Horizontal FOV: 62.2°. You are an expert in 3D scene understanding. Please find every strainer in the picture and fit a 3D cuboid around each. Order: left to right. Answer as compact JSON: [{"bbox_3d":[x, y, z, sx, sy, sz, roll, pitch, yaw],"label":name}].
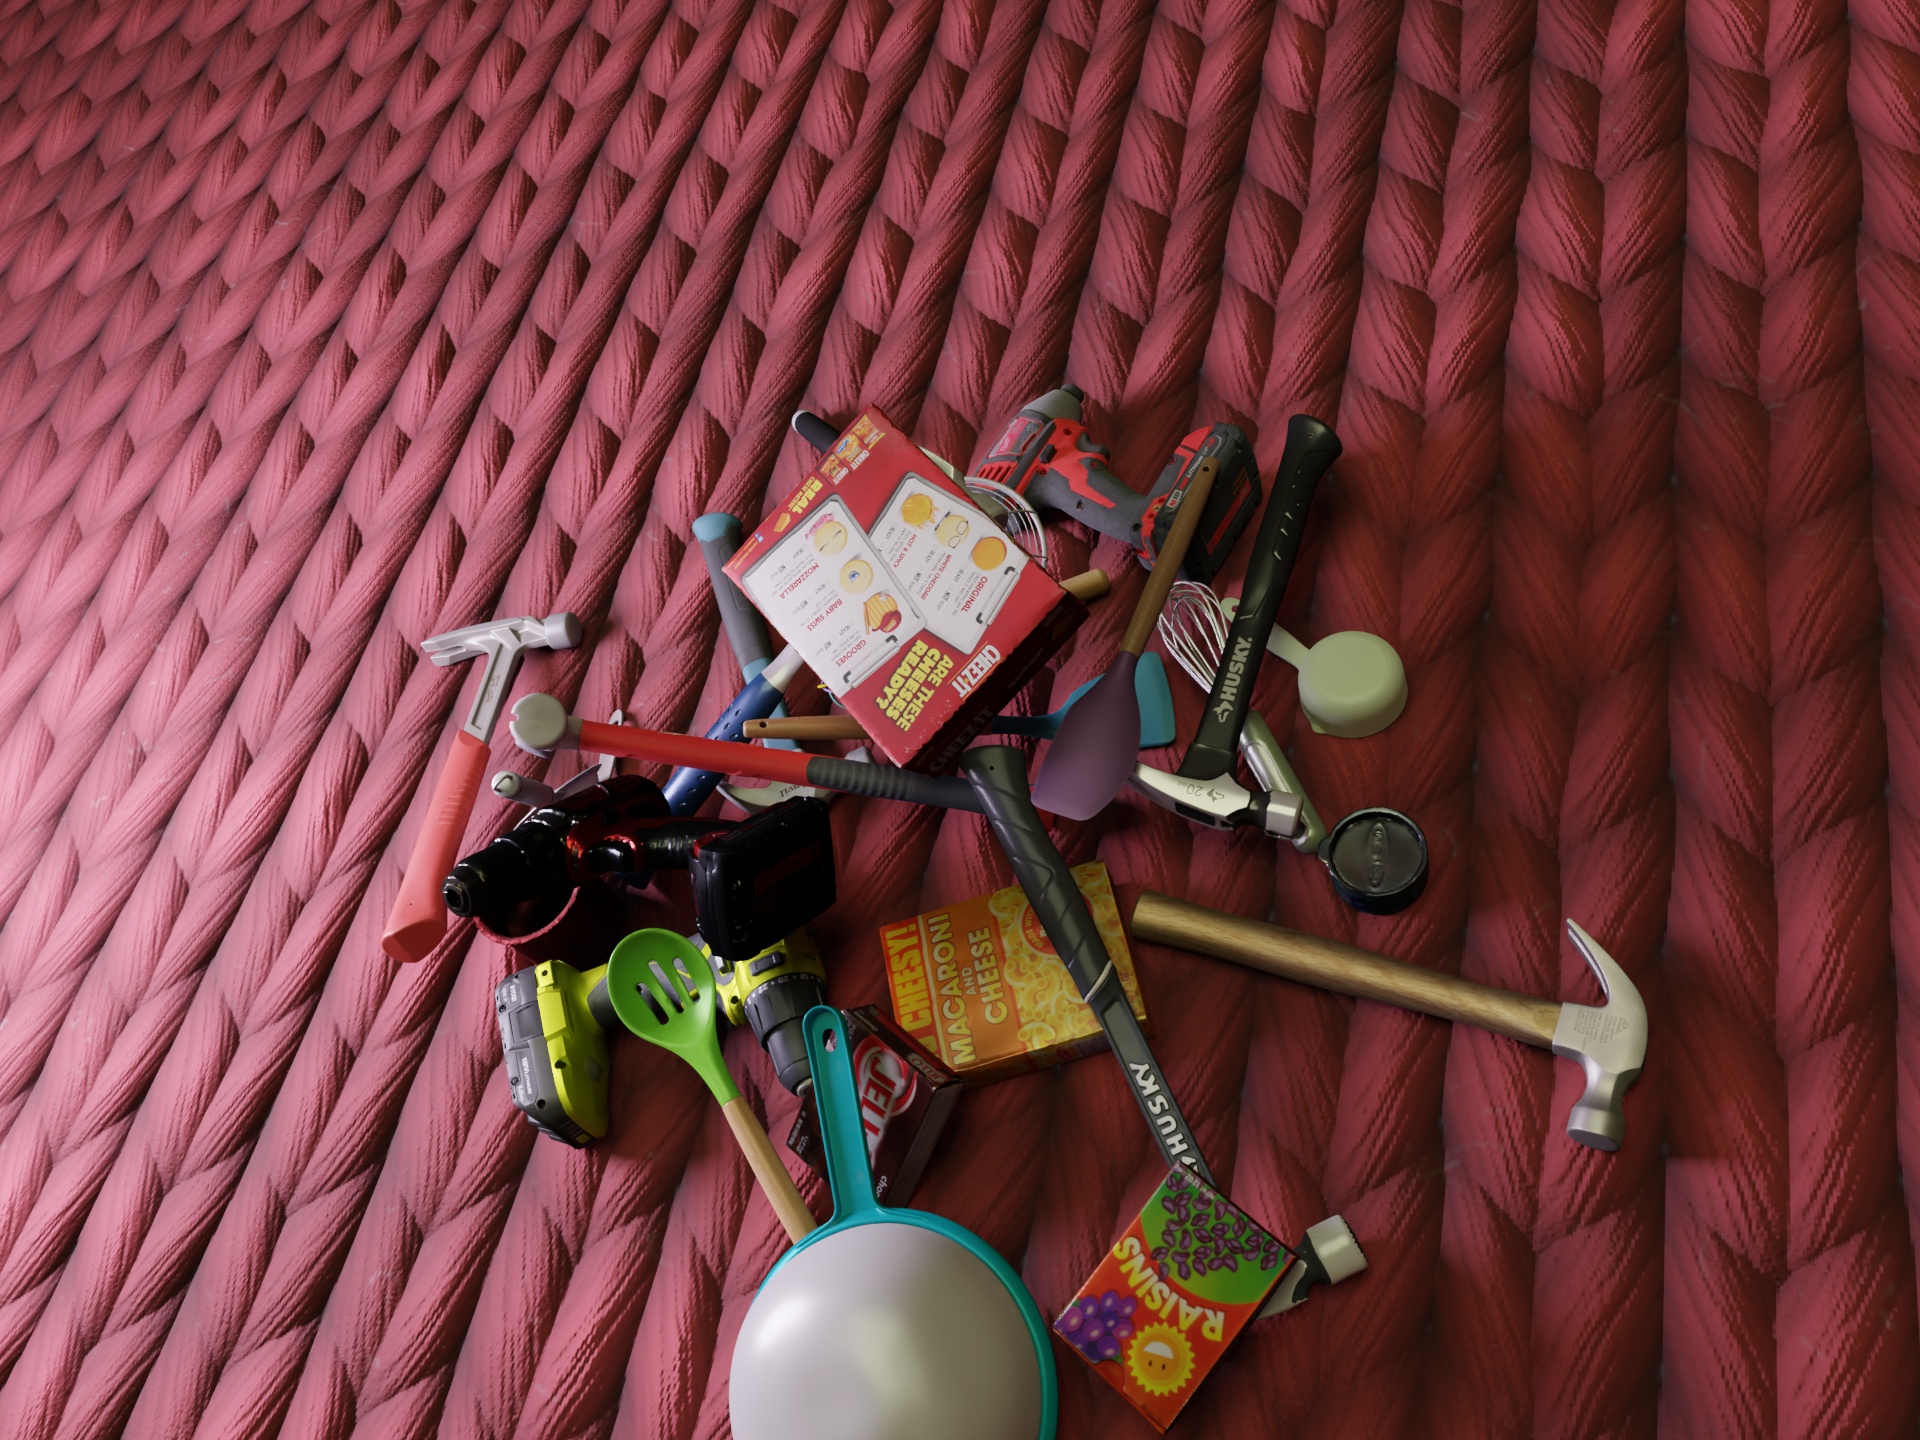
[{"bbox_3d":[-0.313,0.060,1.195,0.087,0.258,0.050,-40,85,-5],"label":"strainer"},{"bbox_3d":[-0.068,0.335,0.944,0.211,0.095,0.341,-17,71,15],"label":"strainer"}]

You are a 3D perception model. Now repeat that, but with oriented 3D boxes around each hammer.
[{"bbox_3d":[-0.415,0.045,1.301,0.149,0.036,0.359,-11,43,13],"label":"hammer"},{"bbox_3d":[-0.170,-0.055,1.322,0.128,0.033,0.331,-24,54,3],"label":"hammer"},{"bbox_3d":[-0.139,-0.041,1.212,0.144,0.035,0.405,43,100,24],"label":"hammer"},{"bbox_3d":[-0.122,0.035,1.151,0.386,0.143,0.038,9,83,-8],"label":"hammer"},{"bbox_3d":[0.093,0.189,1.021,0.149,0.036,0.409,-28,66,4],"label":"hammer"},{"bbox_3d":[0.208,-0.081,1.143,0.146,0.035,0.335,14,67,16],"label":"hammer"},{"bbox_3d":[0.267,0.163,1.024,0.331,0.031,0.130,13,65,27],"label":"hammer"}]

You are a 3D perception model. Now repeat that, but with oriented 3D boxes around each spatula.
[{"bbox_3d":[-0.002,-0.004,1.185,0.317,0.044,0.082,-2,59,-8],"label":"spatula"},{"bbox_3d":[0.130,-0.065,1.122,0.060,0.018,0.316,16,63,17],"label":"spatula"}]

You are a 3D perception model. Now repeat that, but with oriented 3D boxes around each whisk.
[{"bbox_3d":[0.003,-0.067,1.252,0.245,0.047,0.051,-21,68,-3],"label":"whisk"},{"bbox_3d":[0.201,-0.007,1.149,0.057,0.059,0.247,-49,50,34],"label":"whisk"}]

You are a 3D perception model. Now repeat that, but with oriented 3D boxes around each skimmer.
[{"bbox_3d":[-0.053,-0.182,1.332,0.127,0.090,0.364,-44,36,-1],"label":"skimmer"}]

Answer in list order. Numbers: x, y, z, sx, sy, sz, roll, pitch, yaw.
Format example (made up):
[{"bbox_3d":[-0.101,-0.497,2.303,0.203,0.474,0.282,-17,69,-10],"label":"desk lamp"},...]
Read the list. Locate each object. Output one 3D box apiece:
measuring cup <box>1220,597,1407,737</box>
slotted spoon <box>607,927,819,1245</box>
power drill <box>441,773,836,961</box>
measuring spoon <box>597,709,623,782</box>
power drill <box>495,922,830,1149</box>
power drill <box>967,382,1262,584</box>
[{"bbox_3d":[0.251,-0.053,1.163,0.083,0.038,0.168,-43,57,-10],"label":"measuring cup"},{"bbox_3d":[-0.140,0.274,1.046,0.070,0.031,0.314,-33,74,-3],"label":"slotted spoon"},{"bbox_3d":[-0.219,0.099,1.086,0.227,0.080,0.188,7,20,32],"label":"power drill"},{"bbox_3d":[-0.287,0.042,1.316,0.034,0.018,0.124,-26,44,29],"label":"measuring spoon"},{"bbox_3d":[-0.203,0.213,1.137,0.228,0.080,0.191,-24,53,1],"label":"power drill"},{"bbox_3d":[0.123,-0.199,1.284,0.220,0.078,0.143,21,68,33],"label":"power drill"}]
